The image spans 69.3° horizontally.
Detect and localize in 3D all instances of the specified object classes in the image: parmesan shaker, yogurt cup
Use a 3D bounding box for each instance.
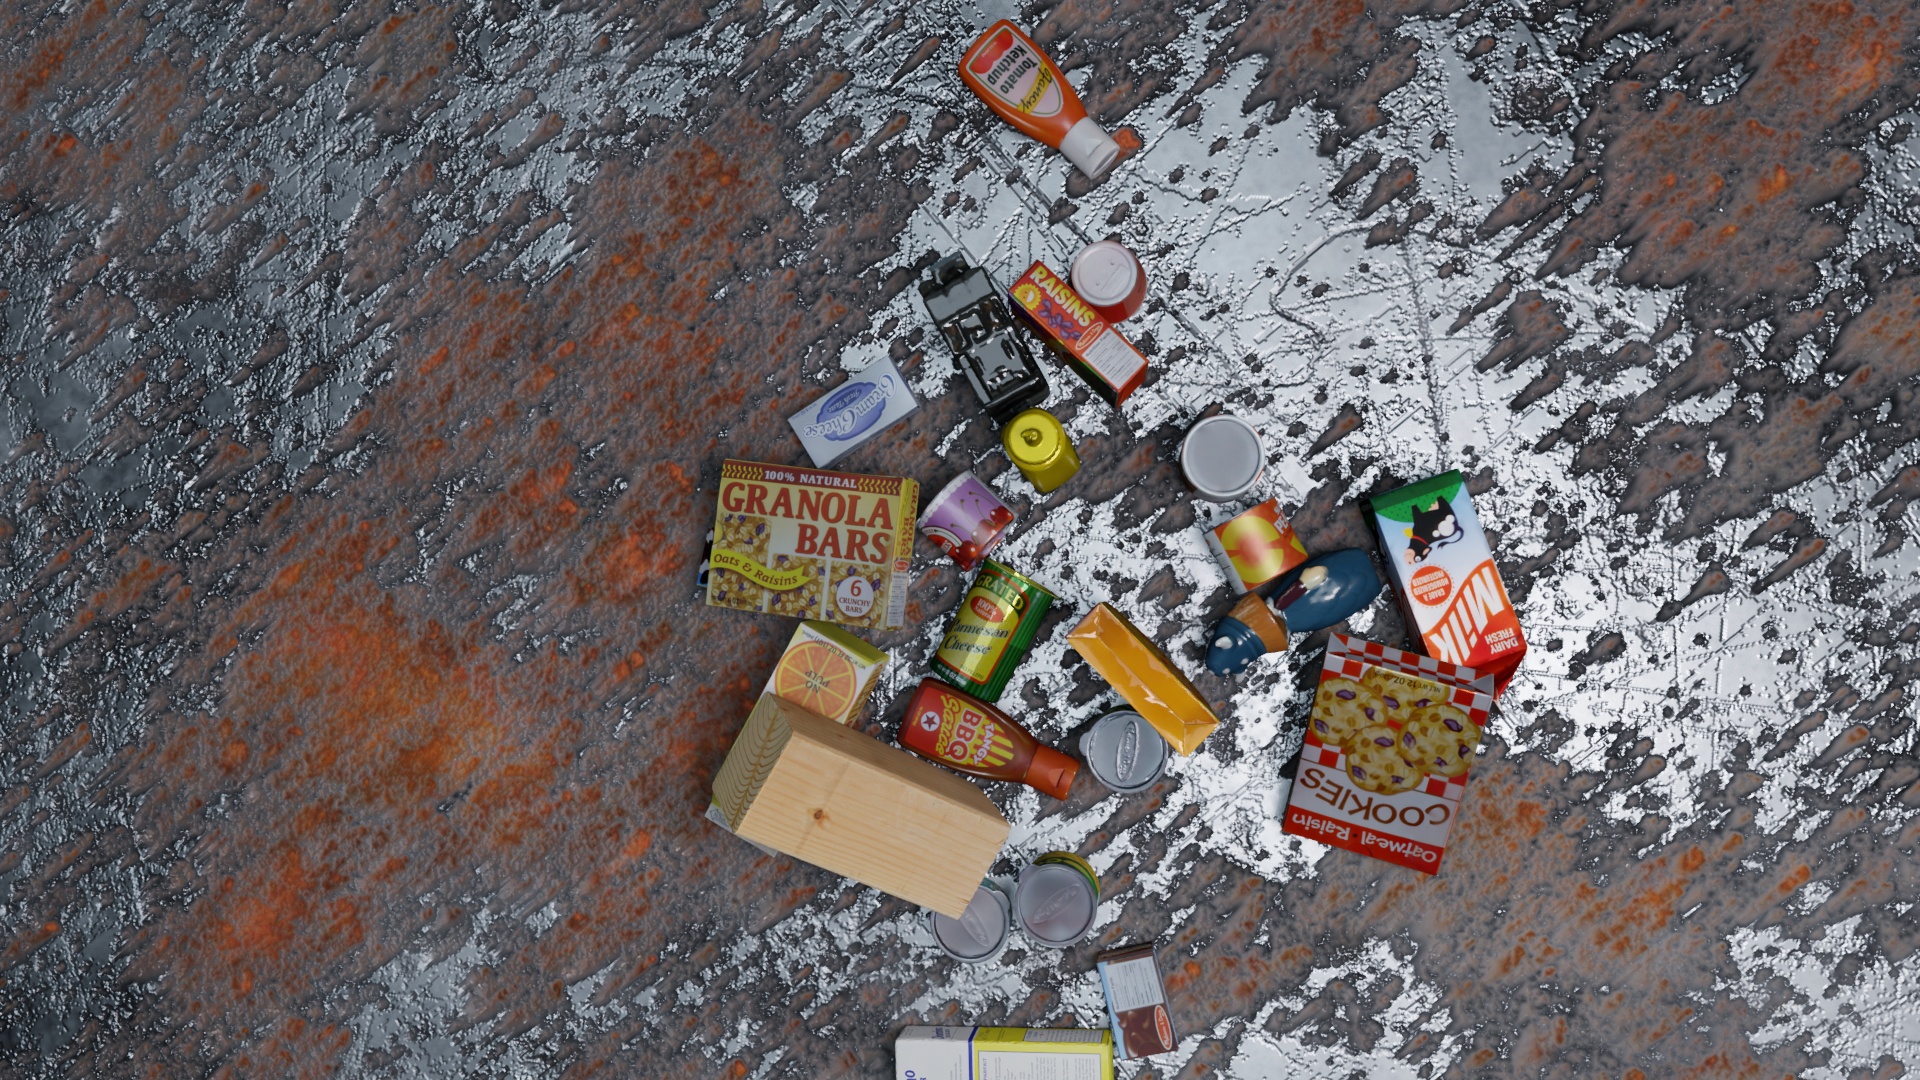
[{"bbox_3d":[0.028,0.076,1.144,0.071,0.071,0.103,29,92,8],"label":"parmesan shaker"},{"bbox_3d":[0.120,-0.216,1.150,0.072,0.054,0.072,0,89,8],"label":"yogurt cup"}]

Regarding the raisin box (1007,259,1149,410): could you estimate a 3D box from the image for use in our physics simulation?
[{"bbox_3d":[0.095,-0.166,1.135,0.123,0.086,0.040,44,92,6],"label":"raisin box"}]

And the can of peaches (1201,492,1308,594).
[{"bbox_3d":[0.239,0.003,1.117,0.071,0.071,0.058,-28,85,6],"label":"can of peaches"}]

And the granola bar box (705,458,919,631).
[{"bbox_3d":[-0.123,0.002,1.142,0.165,0.039,0.124,6,89,20],"label":"granola bar box"}]

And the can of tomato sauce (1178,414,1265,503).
[{"bbox_3d":[0.209,-0.067,1.116,0.071,0.083,0.071,0,88,8],"label":"can of tomato sauce"}]

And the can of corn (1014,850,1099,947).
[{"bbox_3d":[0.078,0.289,1.133,0.071,0.058,0.071,0,88,8],"label":"can of corn"}]

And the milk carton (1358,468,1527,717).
[{"bbox_3d":[0.384,0.045,1.092,0.073,0.072,0.190,-20,85,7],"label":"milk carton"}]

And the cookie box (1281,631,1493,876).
[{"bbox_3d":[0.327,0.166,1.073,0.123,0.040,0.166,14,116,15],"label":"cookie box"}]

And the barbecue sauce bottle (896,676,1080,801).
[{"bbox_3d":[0.025,0.169,1.153,0.148,0.043,0.065,23,88,8],"label":"barbecue sauce bottle"}]

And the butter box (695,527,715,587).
[{"bbox_3d":[-0.171,0.024,1.197,0.103,0.024,0.053,12,90,9],"label":"butter box"}]

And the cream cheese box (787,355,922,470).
[{"bbox_3d":[-0.090,-0.109,1.191,0.104,0.024,0.053,-32,85,6],"label":"cream cheese box"}]

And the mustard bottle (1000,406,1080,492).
[{"bbox_3d":[0.062,-0.075,1.099,0.049,0.160,0.065,-36,85,4],"label":"mustard bottle"}]

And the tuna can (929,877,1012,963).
[{"bbox_3d":[0.012,0.313,1.154,0.071,0.033,0.071,0,88,8],"label":"tuna can"}]

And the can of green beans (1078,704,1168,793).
[{"bbox_3d":[0.136,0.168,1.130,0.071,0.058,0.071,0,88,8],"label":"can of green beans"}]

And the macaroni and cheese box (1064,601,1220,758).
[{"bbox_3d":[0.142,0.103,1.077,0.040,0.166,0.124,-45,83,4],"label":"macaroni and cheese box"}]

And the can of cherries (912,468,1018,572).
[{"bbox_3d":[0.004,-0.014,1.151,0.058,0.071,0.071,43,94,6],"label":"can of cherries"}]

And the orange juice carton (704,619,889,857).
[{"bbox_3d":[-0.140,0.165,1.162,0.072,0.073,0.192,29,93,7],"label":"orange juice carton"}]

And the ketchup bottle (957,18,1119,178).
[{"bbox_3d":[0.069,-0.367,1.169,0.149,0.043,0.064,45,94,7],"label":"ketchup bottle"}]

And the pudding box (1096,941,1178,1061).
[{"bbox_3d":[0.144,0.376,1.134,0.049,0.030,0.083,-14,86,6],"label":"pudding box"}]
